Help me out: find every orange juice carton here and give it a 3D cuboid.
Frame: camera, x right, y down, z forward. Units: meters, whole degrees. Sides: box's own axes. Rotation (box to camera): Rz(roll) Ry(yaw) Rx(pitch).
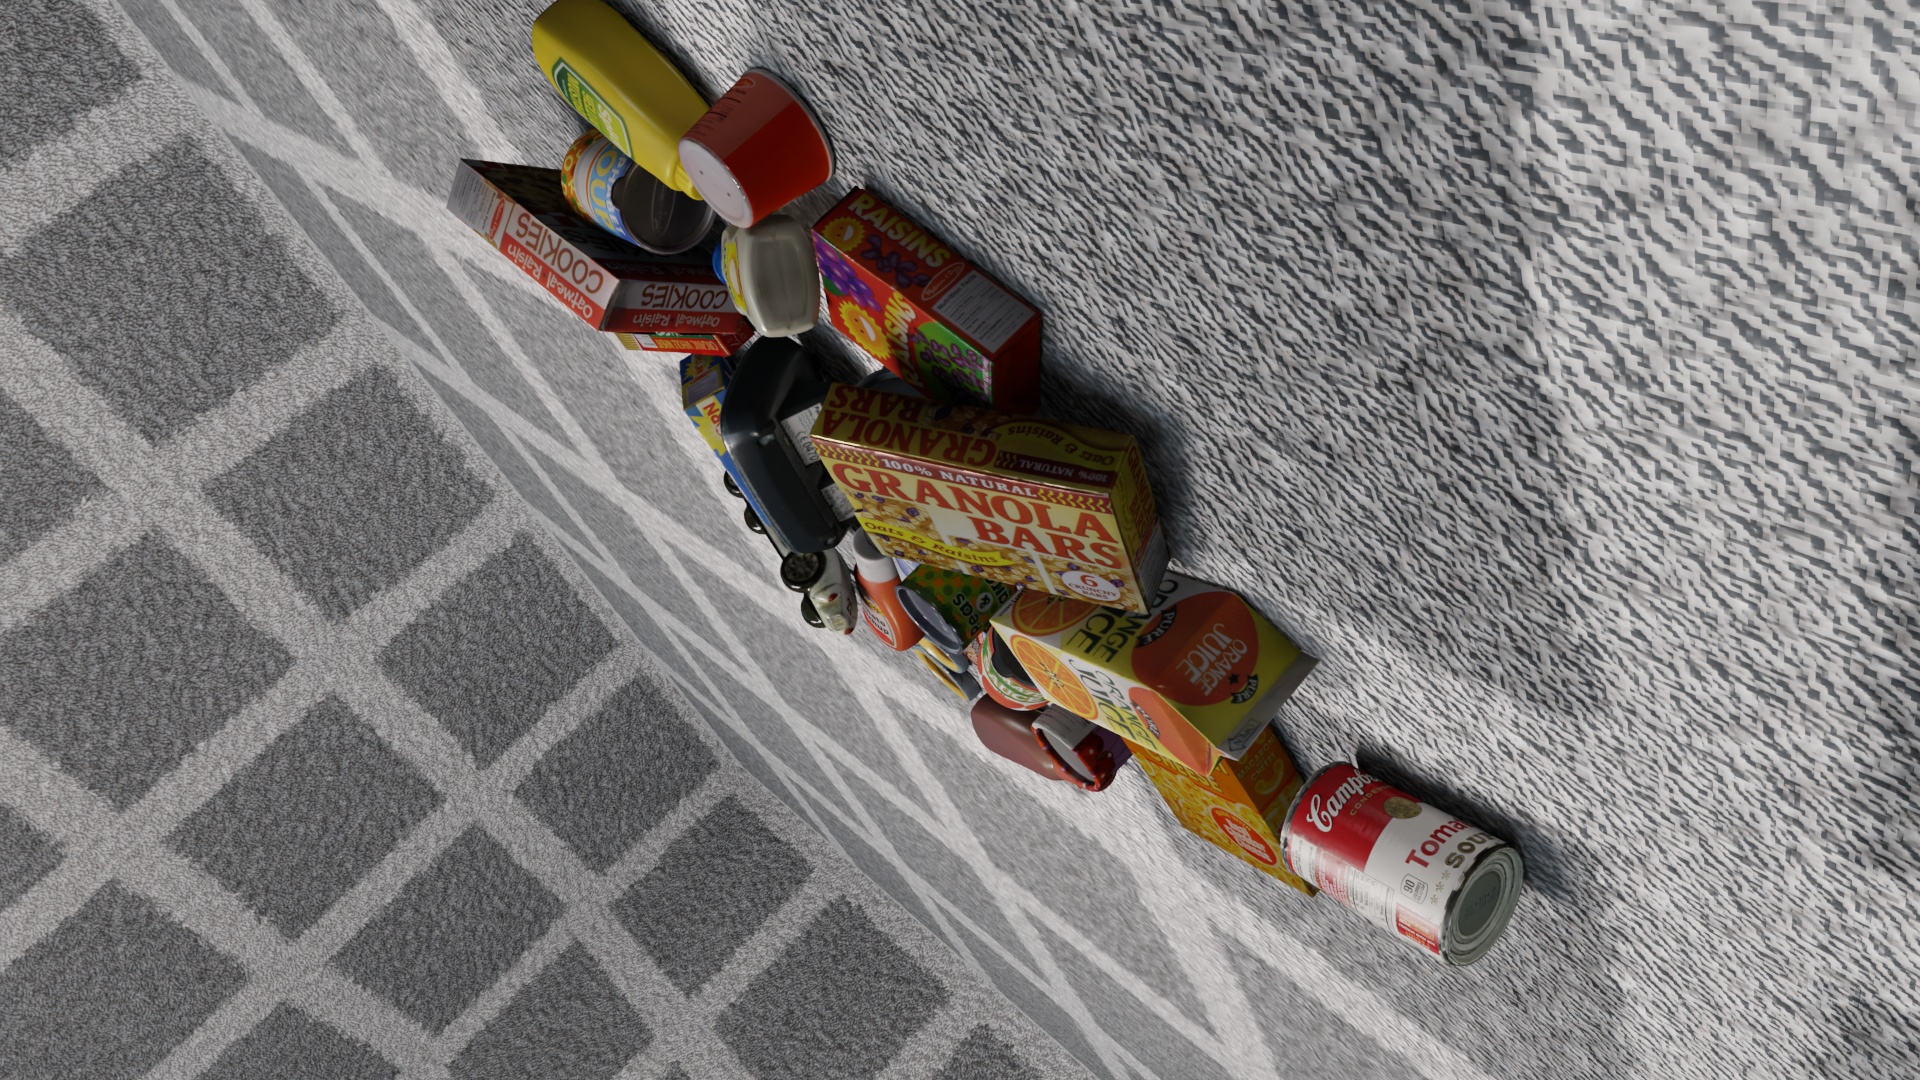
[{"bbox_3d":[0.108,0.066,0.767,0.193,0.072,0.073,19,149,56],"label":"orange juice carton"}]

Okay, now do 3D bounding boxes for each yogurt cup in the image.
[{"bbox_3d":[-0.106,-0.197,0.708,0.072,0.054,0.072,40,161,17],"label":"yogurt cup"}]

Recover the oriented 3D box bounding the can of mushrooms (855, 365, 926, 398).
[{"bbox_3d":[-0.034,-0.068,0.812,0.071,0.071,0.033,40,162,18],"label":"can of mushrooms"}]

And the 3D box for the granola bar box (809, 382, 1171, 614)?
[{"bbox_3d":[0.017,-0.020,0.724,0.165,0.039,0.123,12,154,24],"label":"granola bar box"}]

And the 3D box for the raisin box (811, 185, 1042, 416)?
[{"bbox_3d":[-0.016,-0.114,0.710,0.123,0.040,0.085,38,162,20],"label":"raisin box"}]

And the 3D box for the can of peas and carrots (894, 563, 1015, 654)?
[{"bbox_3d":[-0.002,0.037,0.977,0.071,0.059,0.070,40,161,17],"label":"can of peas and carrots"}]

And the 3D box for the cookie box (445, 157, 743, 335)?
[{"bbox_3d":[-0.238,-0.193,0.922,0.168,0.123,0.040,38,116,24],"label":"cookie box"}]

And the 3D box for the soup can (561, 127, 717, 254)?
[{"bbox_3d":[-0.200,-0.217,0.852,0.084,0.071,0.071,29,155,44],"label":"soup can"}]

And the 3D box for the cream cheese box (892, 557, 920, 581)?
[{"bbox_3d":[-0.028,0.015,1.045,0.053,0.024,0.103,37,160,31],"label":"cream cheese box"}]

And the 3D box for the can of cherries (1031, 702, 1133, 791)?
[{"bbox_3d":[0.093,0.134,0.973,0.071,0.058,0.071,41,161,17],"label":"can of cherries"}]

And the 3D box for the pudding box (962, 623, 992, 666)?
[{"bbox_3d":[0.015,0.066,1.049,0.050,0.030,0.083,37,160,25],"label":"pudding box"}]

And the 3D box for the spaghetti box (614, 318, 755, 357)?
[{"bbox_3d":[-0.229,-0.173,1.084,0.050,0.029,0.250,55,161,-25],"label":"spaghetti box"}]

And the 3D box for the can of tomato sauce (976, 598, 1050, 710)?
[{"bbox_3d":[0.047,0.076,0.931,0.071,0.071,0.083,44,163,7],"label":"can of tomato sauce"}]

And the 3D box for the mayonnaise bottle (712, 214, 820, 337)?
[{"bbox_3d":[-0.114,-0.155,0.793,0.148,0.041,0.064,-141,41,-67],"label":"mayonnaise bottle"}]

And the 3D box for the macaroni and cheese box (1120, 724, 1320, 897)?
[{"bbox_3d":[0.155,0.135,0.865,0.124,0.040,0.166,19,148,56],"label":"macaroni and cheese box"}]

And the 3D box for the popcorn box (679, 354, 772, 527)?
[{"bbox_3d":[-0.168,-0.082,1.077,0.126,0.038,0.085,59,-174,-35],"label":"popcorn box"}]

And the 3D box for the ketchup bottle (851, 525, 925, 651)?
[{"bbox_3d":[-0.061,0.035,1.133,0.065,0.043,0.148,47,164,24],"label":"ketchup bottle"}]

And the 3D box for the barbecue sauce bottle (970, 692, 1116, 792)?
[{"bbox_3d":[0.068,0.166,1.126,0.064,0.044,0.148,55,160,-26],"label":"barbecue sauce bottle"}]

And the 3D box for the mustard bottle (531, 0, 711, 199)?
[{"bbox_3d":[-0.170,-0.237,0.776,0.160,0.049,0.065,43,164,10],"label":"mustard bottle"}]
